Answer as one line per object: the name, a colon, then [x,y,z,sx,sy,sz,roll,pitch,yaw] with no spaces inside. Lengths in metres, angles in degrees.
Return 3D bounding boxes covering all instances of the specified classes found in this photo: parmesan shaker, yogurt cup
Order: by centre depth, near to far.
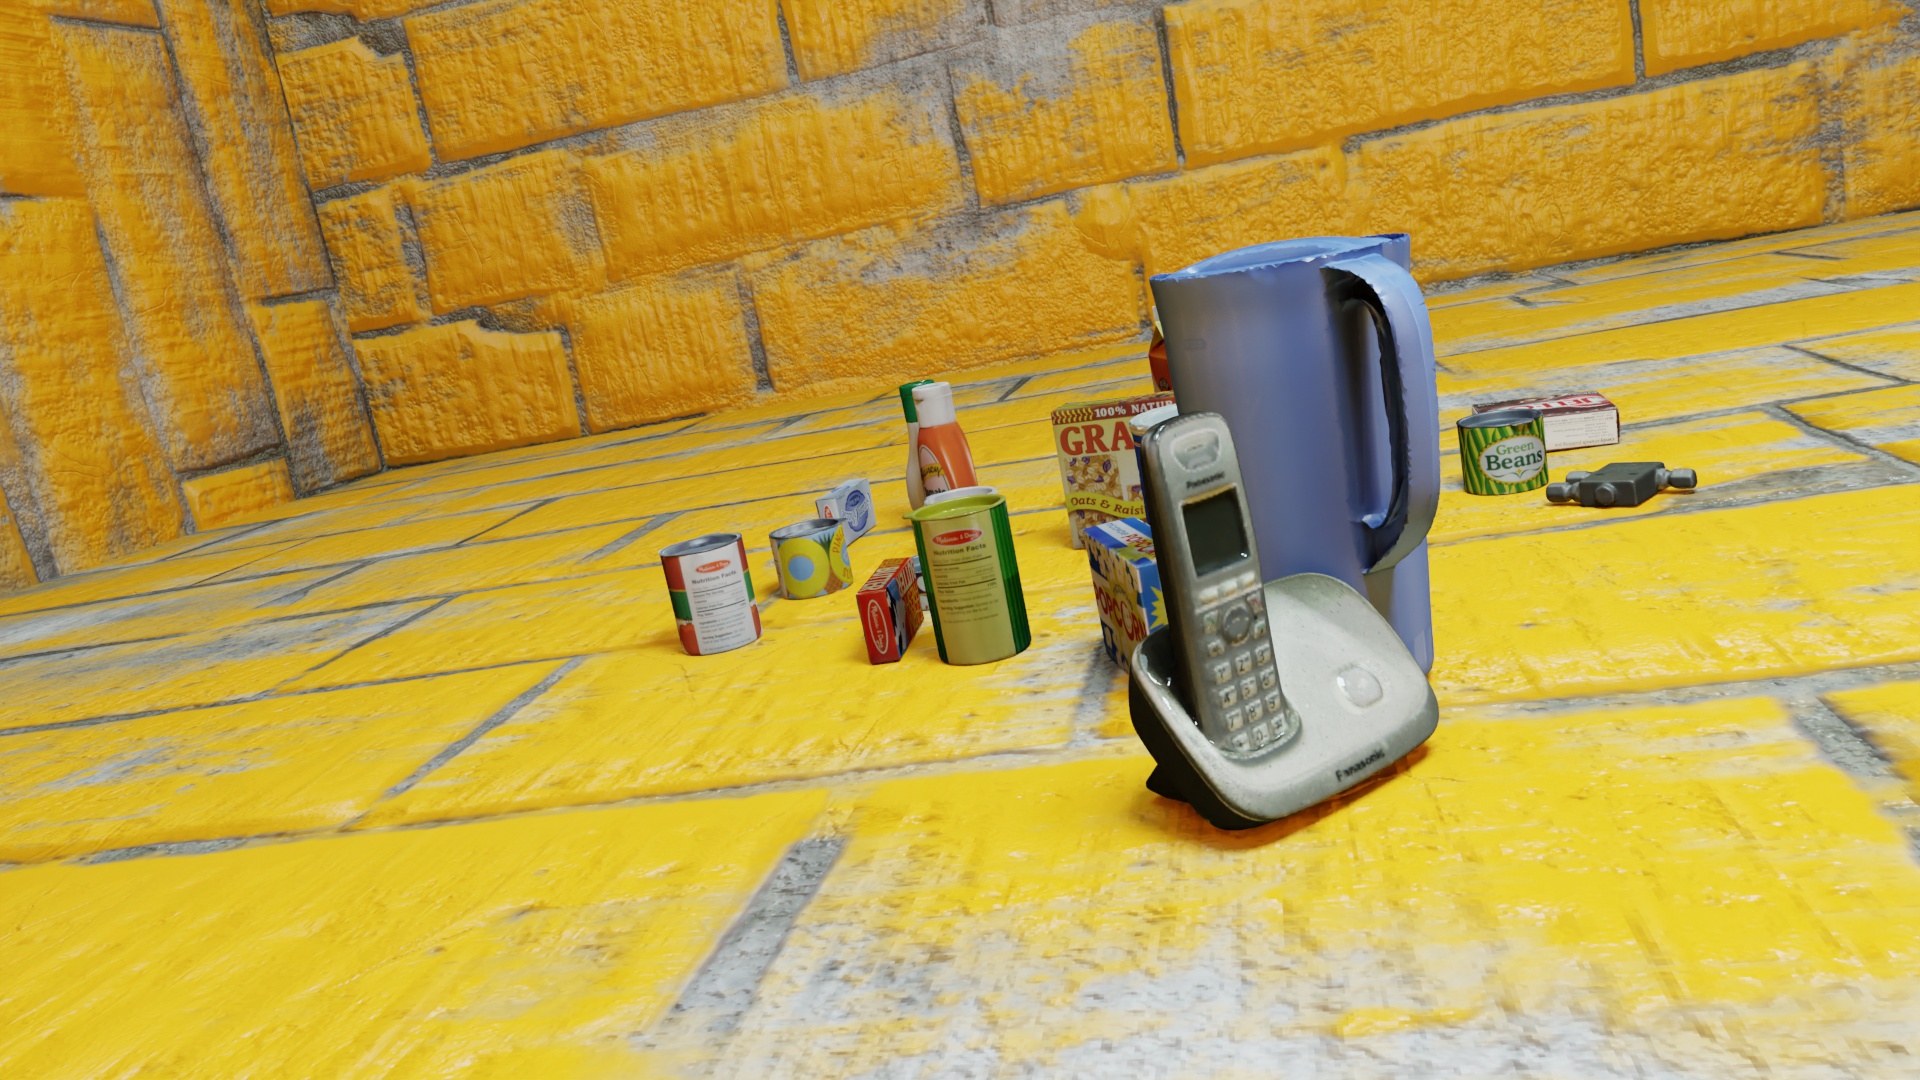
parmesan shaker: [0.005,0.026,0.943,0.071,0.103,0.071,-10,11,2]
yogurt cup: [0.005,-0.016,1.263,0.072,0.053,0.072,-10,12,2]

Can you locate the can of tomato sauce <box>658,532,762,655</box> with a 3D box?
can of tomato sauce: [-0.198,0.042,1.103,0.071,0.083,0.071,-10,11,2]

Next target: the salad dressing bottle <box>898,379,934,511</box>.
salad dressing bottle: [-0.030,-0.088,1.403,0.064,0.147,0.044,-18,13,-33]

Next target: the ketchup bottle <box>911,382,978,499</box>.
ketchup bottle: [-0.014,-0.076,1.332,0.044,0.148,0.064,-18,13,-33]

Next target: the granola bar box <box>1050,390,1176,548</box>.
granola bar box: [0.166,-0.061,1.157,0.165,0.124,0.039,-4,13,30]

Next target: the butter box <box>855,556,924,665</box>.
butter box: [-0.050,0.049,1.008,0.024,0.053,0.104,-9,12,10]

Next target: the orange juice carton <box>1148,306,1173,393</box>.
orange juice carton: [0.213,-0.114,1.196,0.072,0.192,0.073,-13,11,-8]

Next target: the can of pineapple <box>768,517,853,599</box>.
can of pineapple: [-0.130,0.015,1.227,0.071,0.057,0.071,-10,12,2]

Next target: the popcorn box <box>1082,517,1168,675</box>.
popcorn box: [0.112,0.039,0.829,0.038,0.085,0.127,-12,12,-7]

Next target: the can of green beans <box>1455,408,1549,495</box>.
can of green beans: [0.439,-0.072,1.124,0.071,0.057,0.071,-10,12,2]

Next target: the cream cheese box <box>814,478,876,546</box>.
cream cheese box: [-0.117,-0.028,1.432,0.024,0.053,0.104,-8,12,17]

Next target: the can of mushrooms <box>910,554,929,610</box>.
can of mushrooms: [-0.018,0.031,1.112,0.071,0.033,0.071,-10,12,2]
